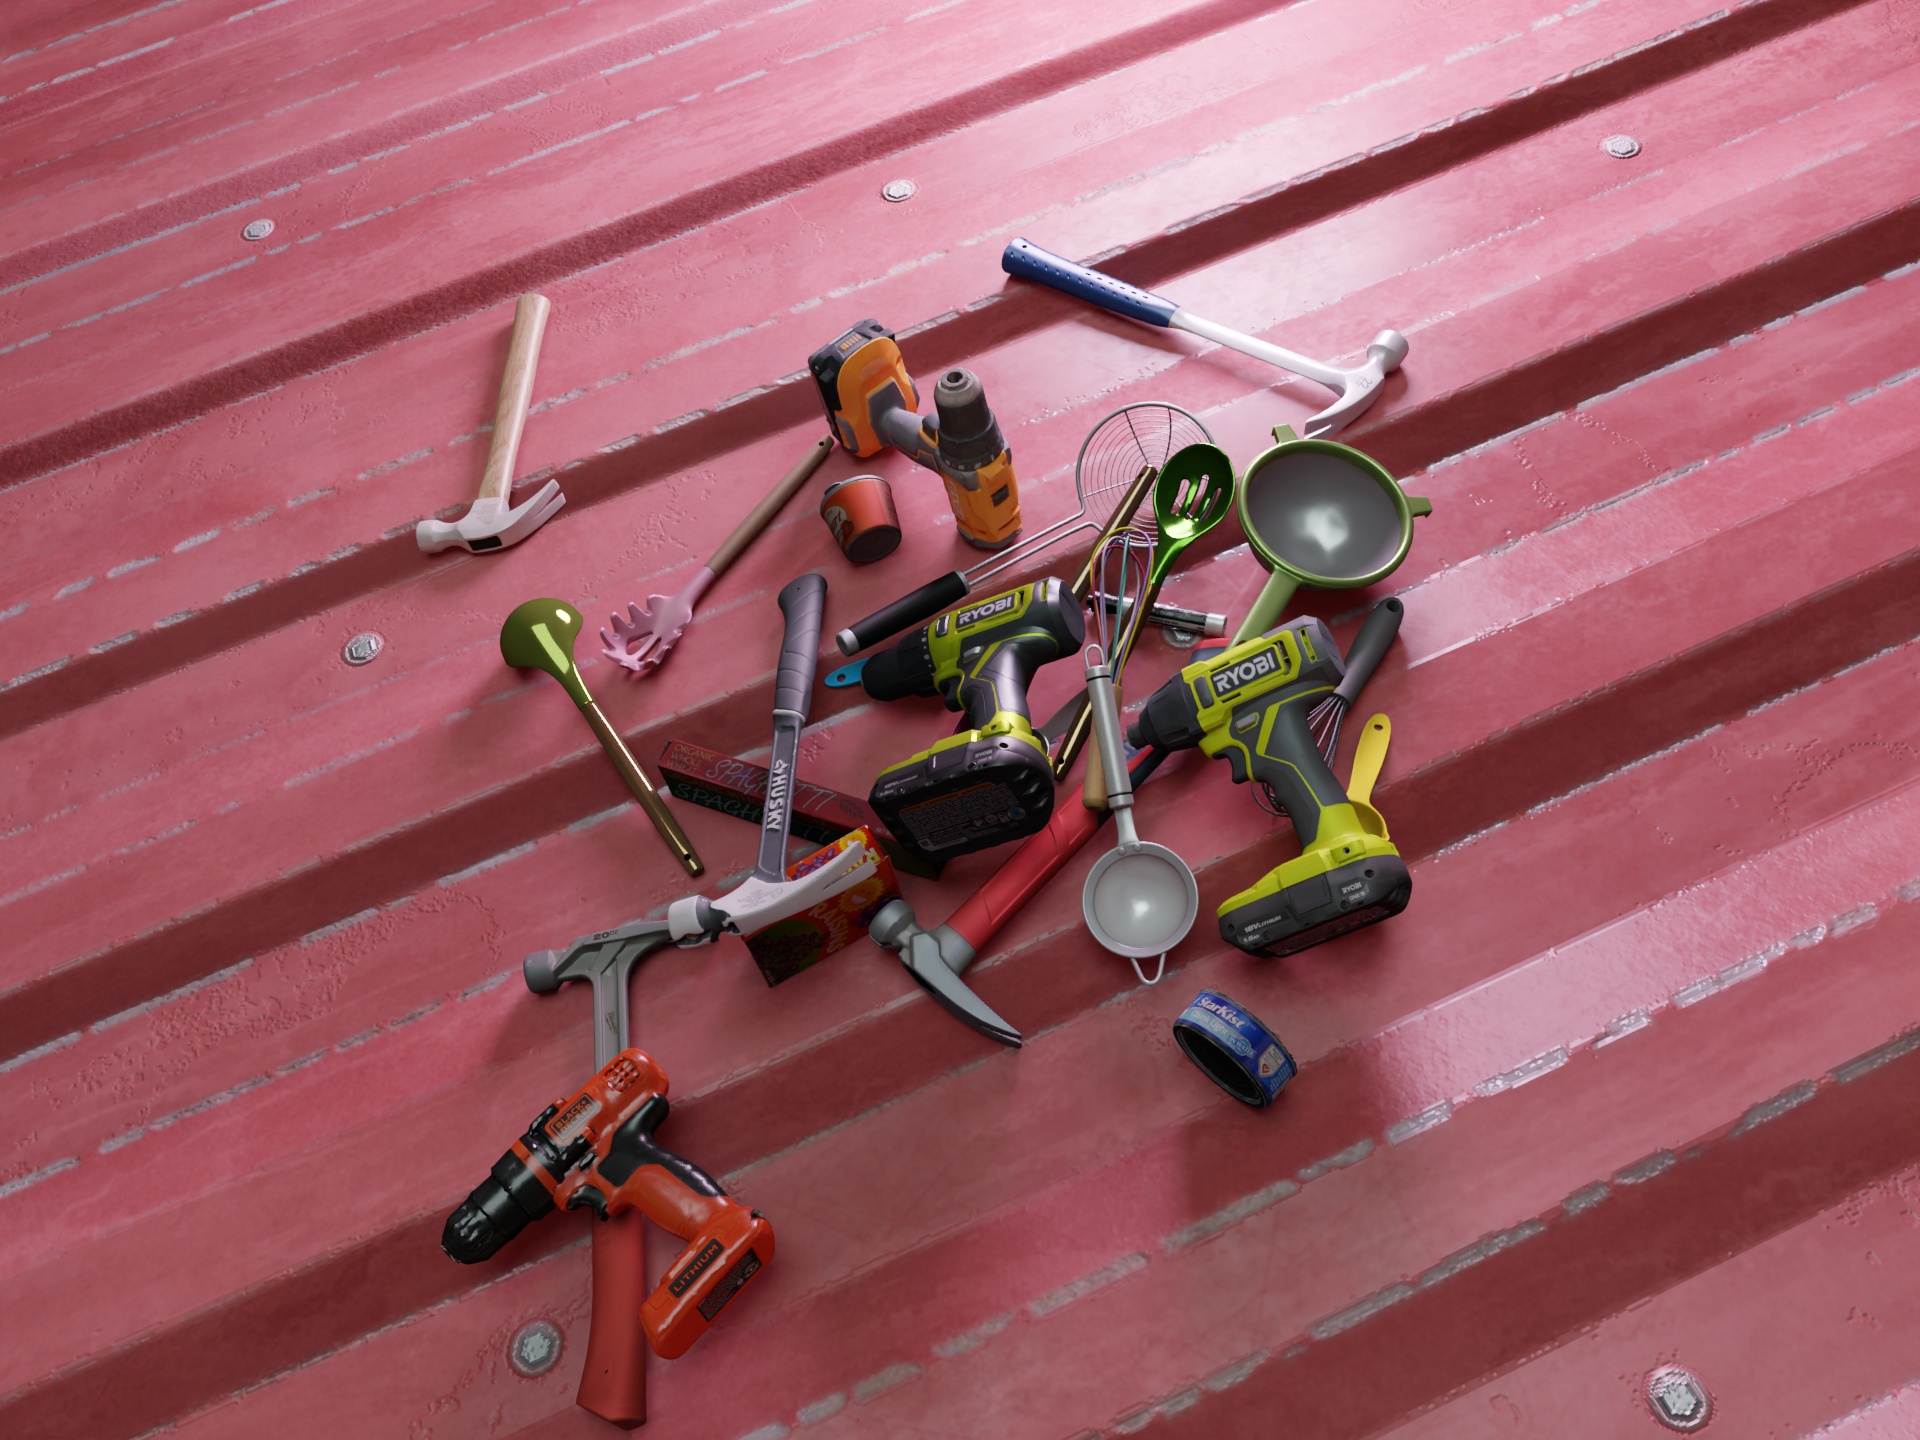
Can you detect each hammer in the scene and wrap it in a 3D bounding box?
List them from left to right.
[{"bbox_3d":[-0.444,-0.302,1.578,0.130,0.031,0.332,-4,56,6],"label":"hammer"},{"bbox_3d":[-0.238,0.313,1.140,0.149,0.036,0.359,-11,56,1],"label":"hammer"},{"bbox_3d":[-0.133,0.008,1.255,0.149,0.036,0.409,-17,37,14],"label":"hammer"},{"bbox_3d":[0.112,0.077,1.238,0.143,0.038,0.386,39,68,20],"label":"hammer"},{"bbox_3d":[0.212,-0.381,1.528,0.406,0.035,0.144,28,65,24],"label":"hammer"}]

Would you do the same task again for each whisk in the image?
[{"bbox_3d":[0.117,-0.044,1.258,0.047,0.051,0.245,10,68,-4],"label":"whisk"},{"bbox_3d":[0.300,-0.016,1.273,0.055,0.055,0.239,24,59,22],"label":"whisk"}]

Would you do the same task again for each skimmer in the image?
[{"bbox_3d":[0.057,-0.153,1.346,0.363,0.090,0.127,-30,85,-21],"label":"skimmer"}]

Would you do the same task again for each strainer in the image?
[{"bbox_3d":[0.123,0.068,1.186,0.087,0.050,0.258,-12,80,13],"label":"strainer"},{"bbox_3d":[0.273,-0.121,1.323,0.151,0.069,0.256,30,64,9],"label":"strainer"}]

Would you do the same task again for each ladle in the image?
[{"bbox_3d":[-0.300,0.013,1.351,0.078,0.062,0.320,-34,65,-10],"label":"ladle"}]

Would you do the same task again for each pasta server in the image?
[{"bbox_3d":[-0.212,-0.158,1.445,0.060,0.040,0.316,32,65,12],"label":"pasta server"}]

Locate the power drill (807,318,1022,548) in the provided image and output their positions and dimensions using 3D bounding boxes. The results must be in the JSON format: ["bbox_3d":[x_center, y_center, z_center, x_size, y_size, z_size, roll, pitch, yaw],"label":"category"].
[{"bbox_3d":[-0.039,-0.271,1.408,0.084,0.185,0.226,-39,57,-15],"label":"power drill"}]

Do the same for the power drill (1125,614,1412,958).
[{"bbox_3d":[0.224,0.054,1.174,0.171,0.080,0.223,-26,66,22],"label":"power drill"}]

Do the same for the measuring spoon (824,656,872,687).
[{"bbox_3d":[-0.054,-0.047,1.364,0.128,0.021,0.042,-16,56,9],"label":"measuring spoon"}]

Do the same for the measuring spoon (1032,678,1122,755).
[{"bbox_3d":[0.087,-0.001,1.312,0.124,0.018,0.034,-37,84,-23],"label":"measuring spoon"}]

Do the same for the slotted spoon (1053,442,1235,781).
[{"bbox_3d":[0.145,-0.089,1.314,0.070,0.031,0.314,21,77,25],"label":"slotted spoon"}]

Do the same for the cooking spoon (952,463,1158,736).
[{"bbox_3d":[0.079,-0.080,1.316,0.069,0.017,0.319,20,74,50],"label":"cooking spoon"}]

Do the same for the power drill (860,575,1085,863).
[{"bbox_3d":[-0.002,-0.004,1.233,0.190,0.080,0.229,-18,38,22],"label":"power drill"}]

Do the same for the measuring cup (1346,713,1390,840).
[{"bbox_3d":[0.311,0.056,1.239,0.062,0.029,0.157,15,49,16],"label":"measuring cup"}]
